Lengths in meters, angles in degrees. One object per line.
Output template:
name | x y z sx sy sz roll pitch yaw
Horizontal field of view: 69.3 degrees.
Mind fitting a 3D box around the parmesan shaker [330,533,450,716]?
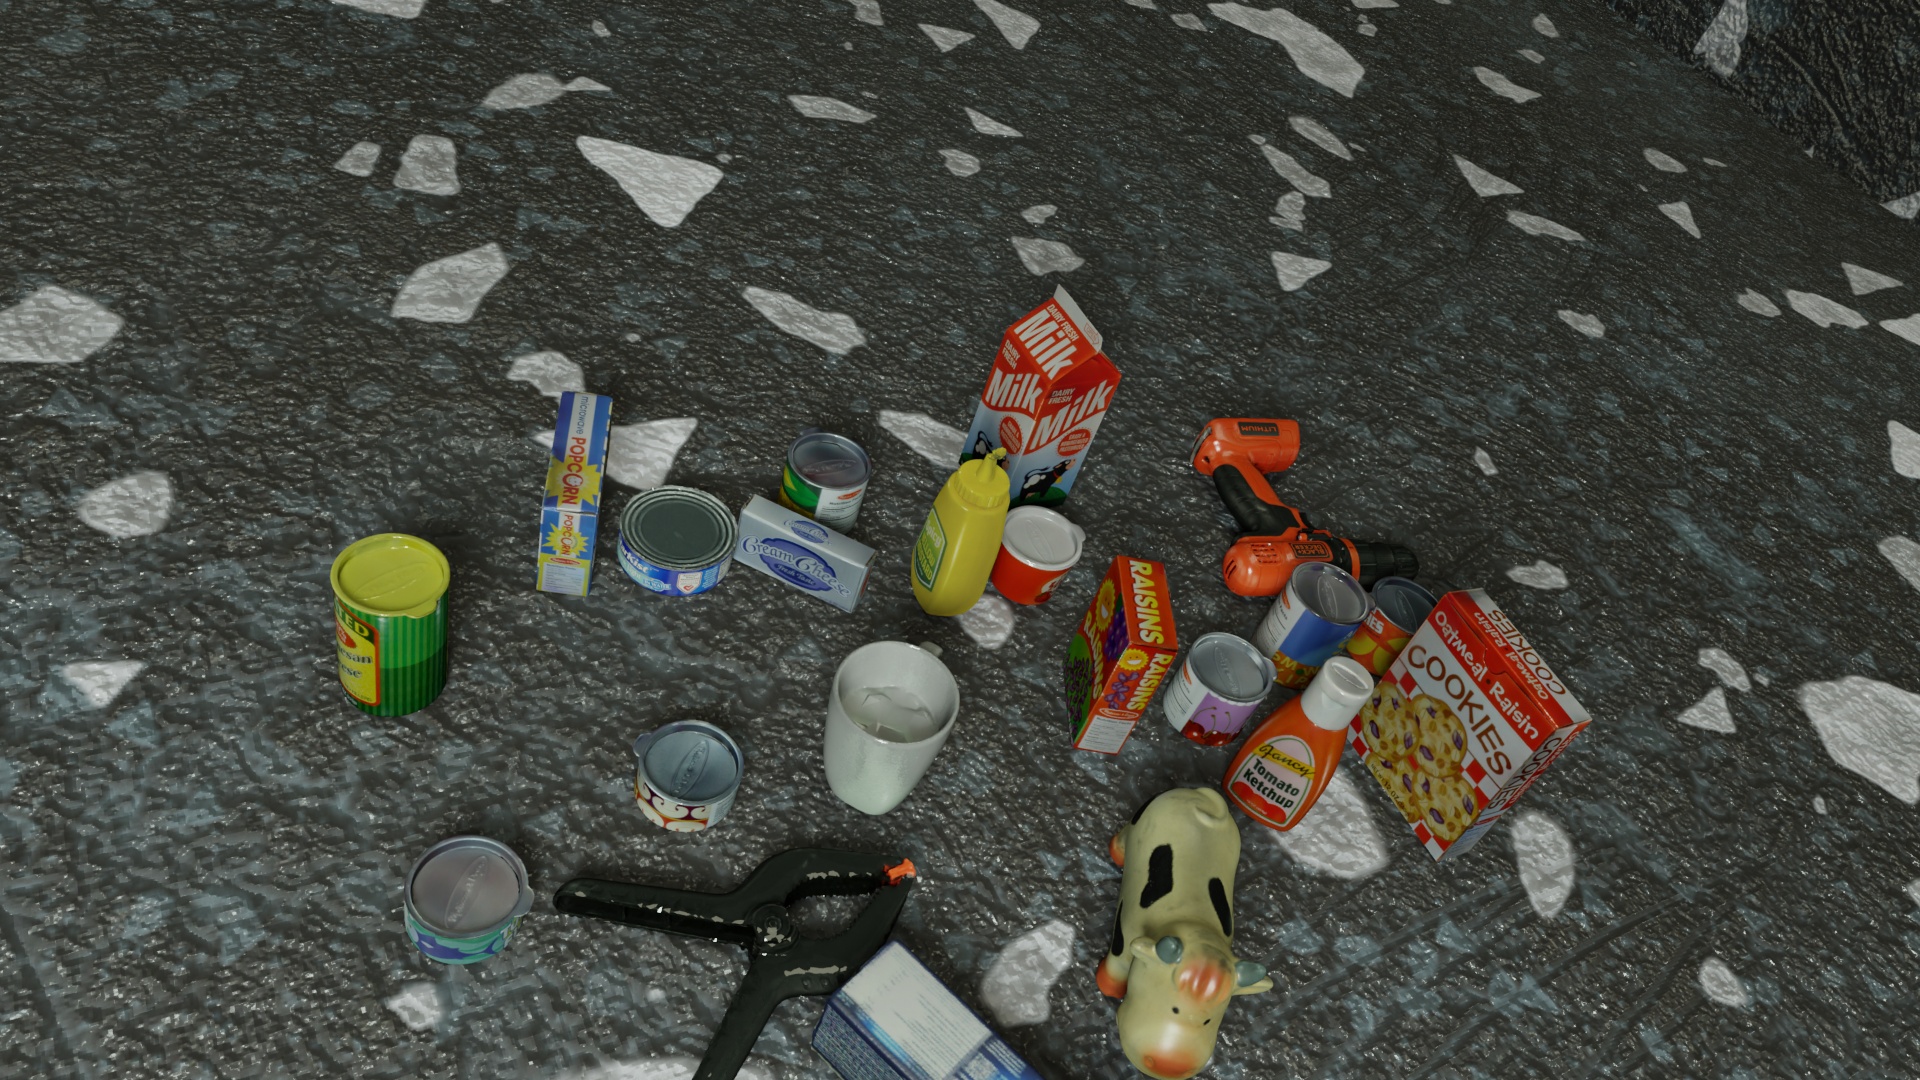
parmesan shaker | -0.352 0.056 0.863 0.071 0.102 0.072 11 43 -10

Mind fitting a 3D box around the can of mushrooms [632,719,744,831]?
can of mushrooms | -0.176 0.149 0.886 0.071 0.033 0.071 11 43 -10

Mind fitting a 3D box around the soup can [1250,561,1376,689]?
soup can | 0.279 0.069 1.106 0.071 0.083 0.072 11 43 -10

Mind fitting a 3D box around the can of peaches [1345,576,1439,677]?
can of peaches | 0.358 0.072 1.152 0.071 0.057 0.071 11 43 -10

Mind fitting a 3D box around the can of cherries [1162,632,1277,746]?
can of cherries | 0.196 0.113 1.048 0.071 0.058 0.072 11 43 -10

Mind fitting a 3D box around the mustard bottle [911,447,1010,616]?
mustard bottle | 0.004 -0.013 1.028 0.049 0.159 0.065 -2 47 -23

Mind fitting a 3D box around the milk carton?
milk carton | 0.068 -0.112 1.132 0.074 0.189 0.072 -11 51 -30

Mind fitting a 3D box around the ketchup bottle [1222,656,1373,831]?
ketchup bottle | 0.239 0.140 0.971 0.065 0.148 0.044 35 44 15

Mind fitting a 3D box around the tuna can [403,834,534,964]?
tuna can | -0.279 0.205 0.790 0.071 0.032 0.071 11 43 -10

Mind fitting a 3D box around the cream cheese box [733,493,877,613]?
cream cheese box | -0.117 0.010 1.036 0.104 0.053 0.024 25 43 5

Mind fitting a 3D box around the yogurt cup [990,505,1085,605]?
yogurt cup | 0.056 0.014 1.099 0.072 0.053 0.073 11 43 -10

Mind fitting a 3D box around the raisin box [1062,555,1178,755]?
raisin box | 0.113 0.083 0.999 0.040 0.122 0.086 10 44 -11

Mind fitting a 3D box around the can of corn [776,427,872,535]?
can of corn | -0.109 -0.044 1.092 0.071 0.058 0.071 11 43 -10

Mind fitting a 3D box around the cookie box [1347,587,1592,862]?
cookie box | 0.361 0.135 1.009 0.040 0.166 0.123 -9 50 -28

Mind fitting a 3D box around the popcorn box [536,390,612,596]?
popcorn box | -0.276 -0.035 0.998 0.038 0.084 0.127 7 44 -14
